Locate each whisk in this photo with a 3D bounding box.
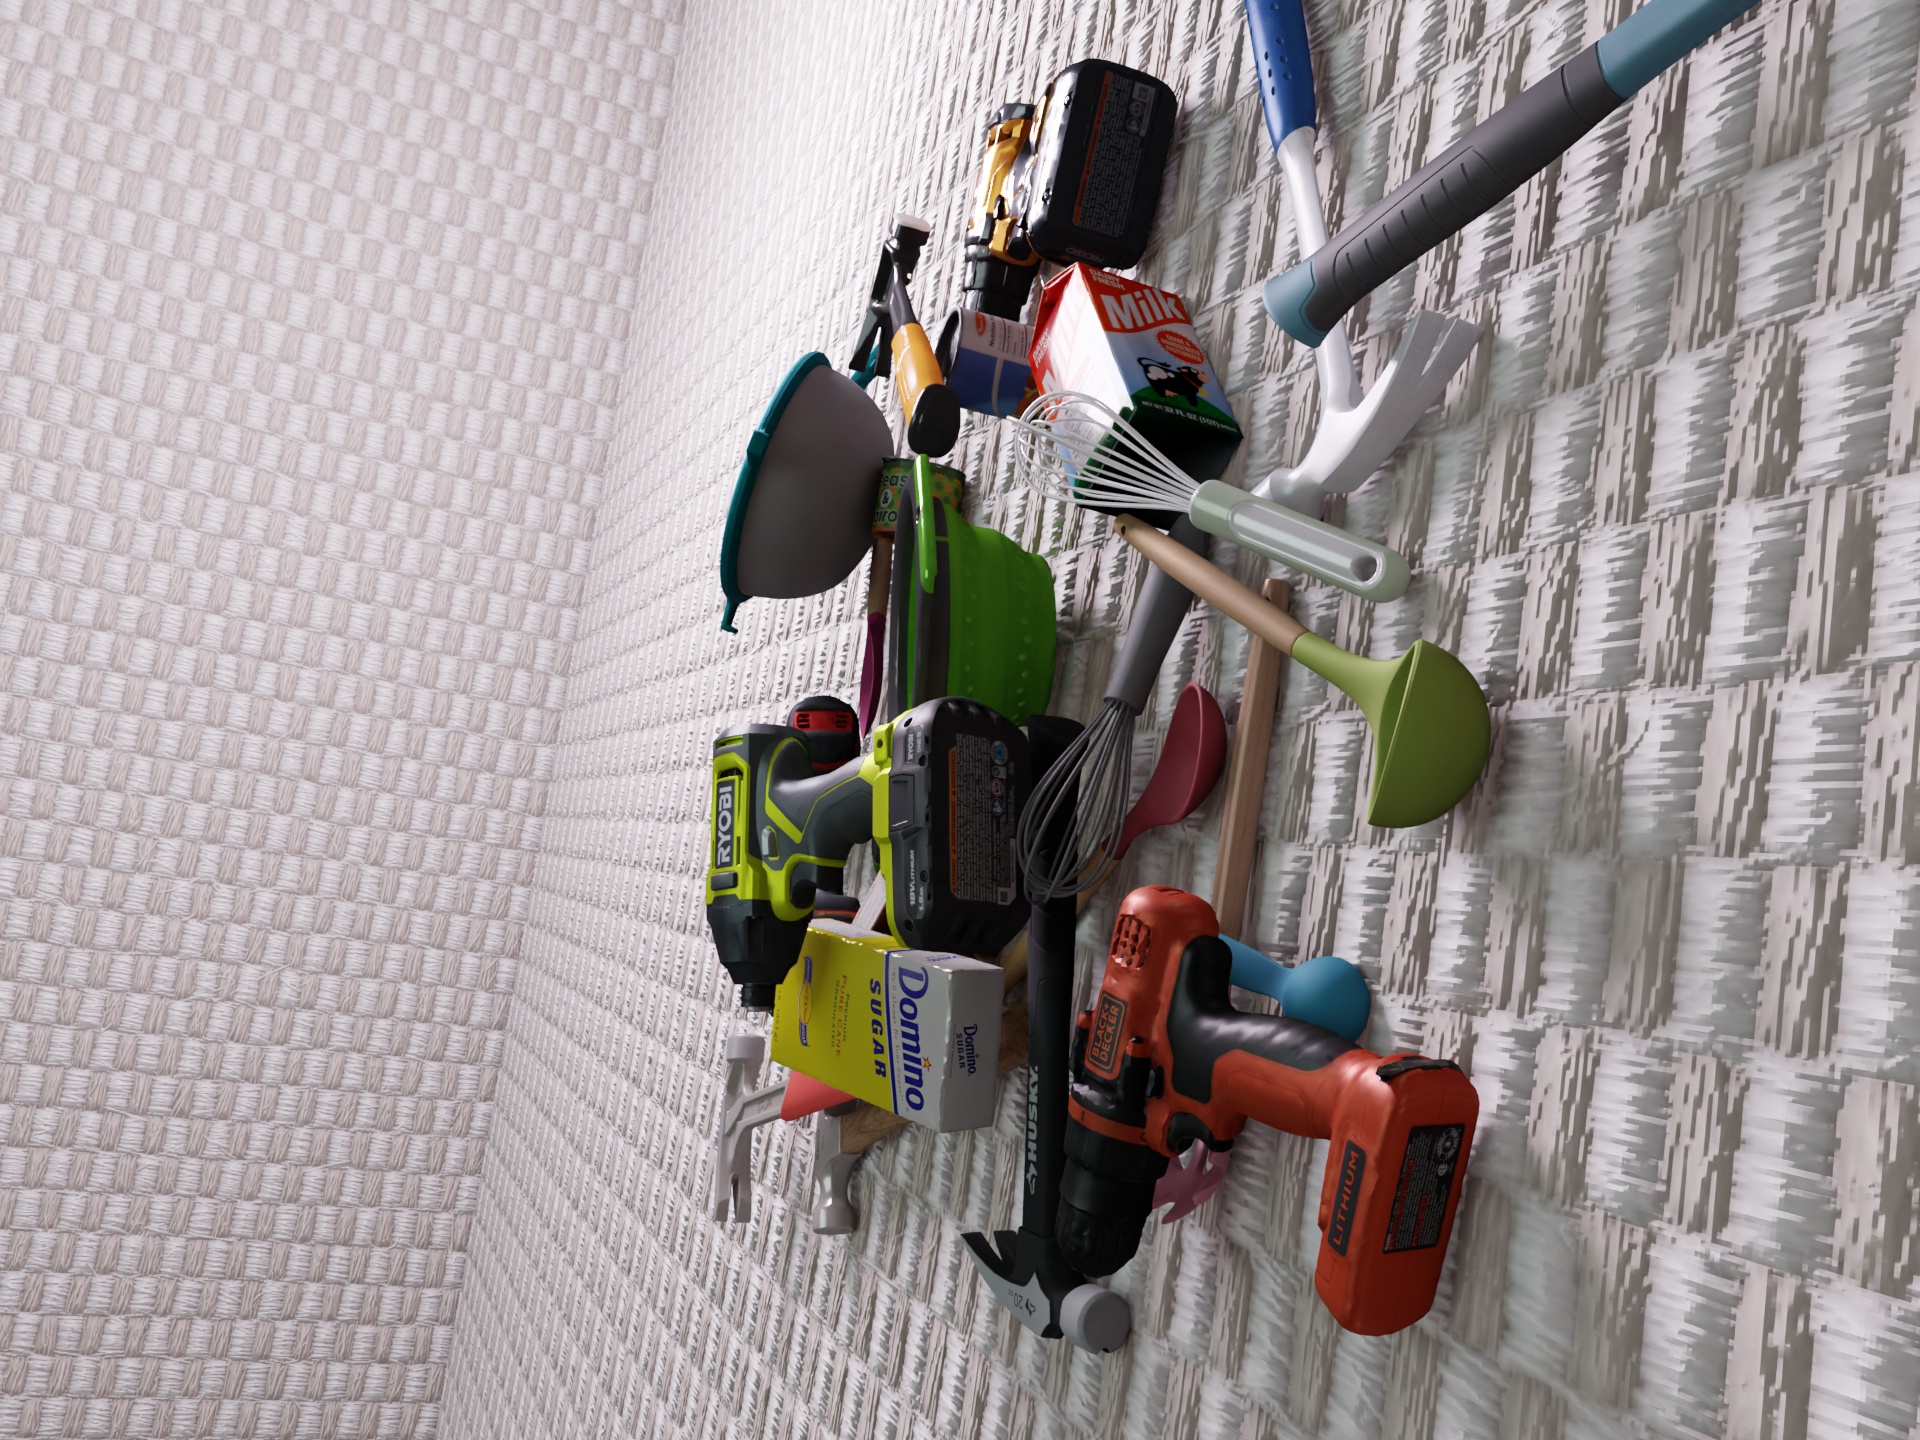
[{"bbox_3d":[0.114,-0.110,0.781,0.247,0.059,0.058,31,101,38],"label":"whisk"},{"bbox_3d":[0.085,-0.011,0.850,0.055,0.055,0.239,-13,51,65],"label":"whisk"}]

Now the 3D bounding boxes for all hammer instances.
[{"bbox_3d":[-0.031,0.253,1.077,0.331,0.031,0.130,135,140,-52],"label":"hammer"},{"bbox_3d":[0.240,-0.241,0.613,0.331,0.033,0.128,-32,49,49],"label":"hammer"},{"bbox_3d":[-0.110,0.278,1.158,0.359,0.036,0.149,143,133,-57],"label":"hammer"},{"bbox_3d":[-0.037,-0.250,1.103,0.337,0.034,0.127,-103,28,-59],"label":"hammer"},{"bbox_3d":[0.047,0.162,0.886,0.146,0.035,0.335,167,105,-66],"label":"hammer"},{"bbox_3d":[0.181,-0.296,0.828,0.144,0.035,0.406,134,141,-53],"label":"hammer"}]

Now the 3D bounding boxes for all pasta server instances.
[{"bbox_3d":[0.127,0.083,0.776,0.060,0.040,0.316,3,81,45],"label":"pasta server"}]

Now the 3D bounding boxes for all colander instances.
[{"bbox_3d":[-0.002,-0.003,1.079,0.396,0.094,0.205,101,168,-52],"label":"colander"}]

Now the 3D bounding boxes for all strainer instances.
[{"bbox_3d":[-0.088,-0.218,1.316,0.341,0.095,0.210,-63,-8,-47],"label":"strainer"}]

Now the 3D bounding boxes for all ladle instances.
[{"bbox_3d":[0.075,0.089,0.911,0.315,0.031,0.069,122,158,-45],"label":"ladle"},{"bbox_3d":[0.138,-0.045,0.750,0.320,0.062,0.078,-132,47,-57],"label":"ladle"}]

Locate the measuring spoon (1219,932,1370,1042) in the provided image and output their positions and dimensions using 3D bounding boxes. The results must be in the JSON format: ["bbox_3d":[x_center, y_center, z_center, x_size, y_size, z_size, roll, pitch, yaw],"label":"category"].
[{"bbox_3d":[0.128,0.114,0.728,0.129,0.021,0.042,18,92,48],"label":"measuring spoon"}]

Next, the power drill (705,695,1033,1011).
[{"bbox_3d":[-0.064,0.077,0.908,0.223,0.080,0.171,-13,73,45],"label":"power drill"}]

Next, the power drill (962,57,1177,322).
[{"bbox_3d":[0.056,-0.340,1.089,0.226,0.084,0.185,-152,74,-71],"label":"power drill"}]

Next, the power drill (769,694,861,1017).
[{"bbox_3d":[-0.109,0.117,1.243,0.187,0.080,0.227,100,168,-57],"label":"power drill"}]

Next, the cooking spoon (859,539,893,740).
[{"bbox_3d":[-0.065,-0.094,1.253,0.319,0.017,0.068,-90,10,-53],"label":"cooking spoon"}]
